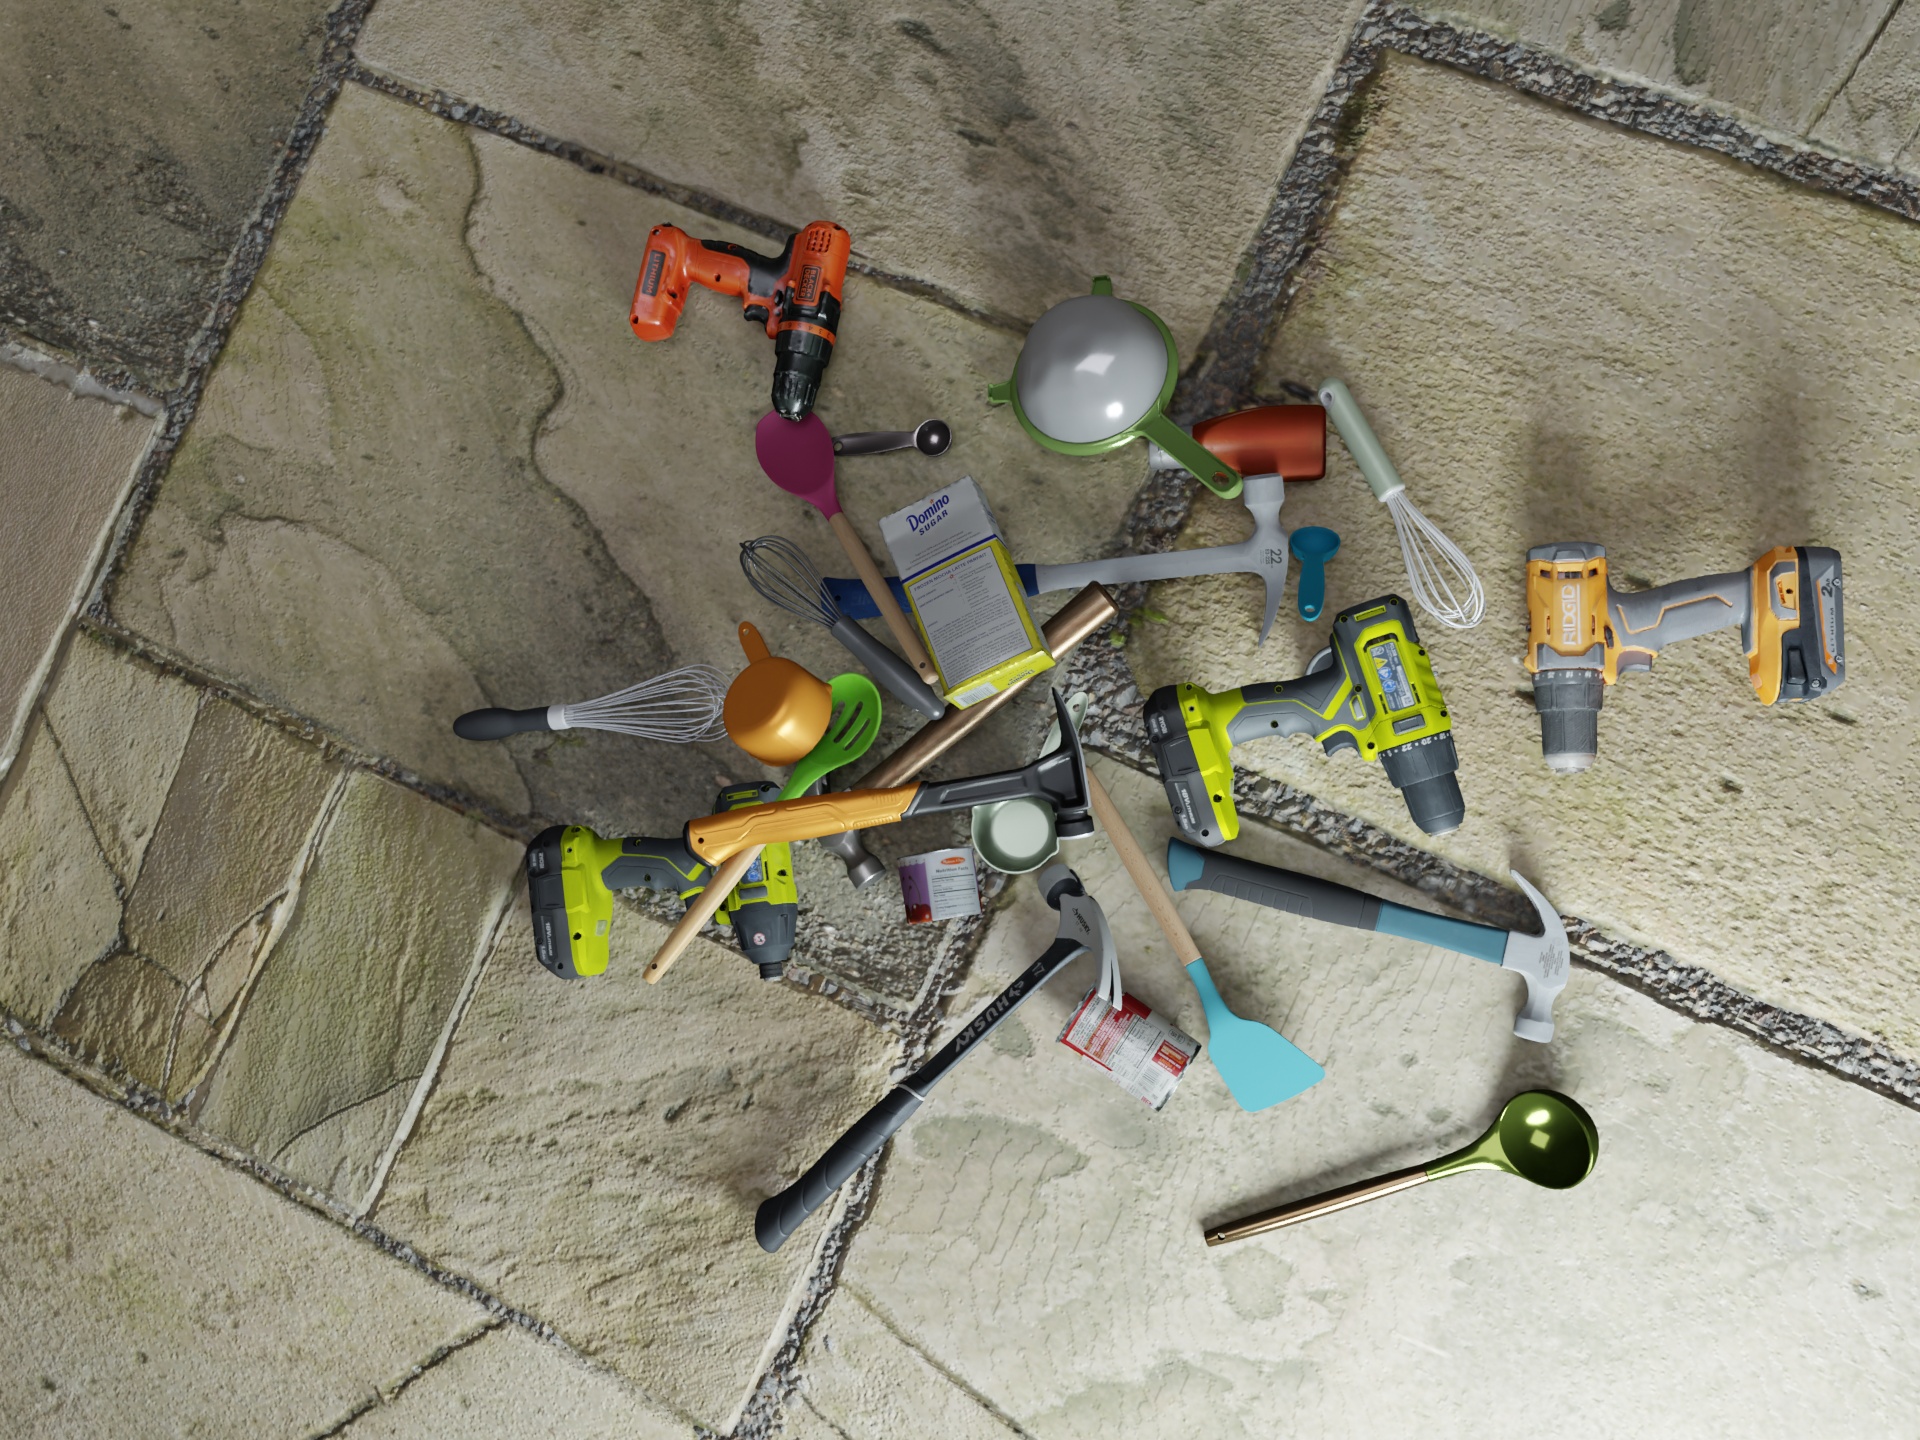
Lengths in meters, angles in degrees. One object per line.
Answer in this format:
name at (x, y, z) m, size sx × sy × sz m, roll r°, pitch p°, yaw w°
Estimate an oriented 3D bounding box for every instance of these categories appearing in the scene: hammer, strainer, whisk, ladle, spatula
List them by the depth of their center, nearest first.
ladle at (0.346, 0.370, 1.266) m, size 0.320 × 0.062 × 0.078 m, roll -21°, pitch 78°, yaw 11°
hammer at (0.328, 0.157, 1.302) m, size 0.331 × 0.033 × 0.128 m, roll 14°, pitch 88°, yaw 12°
spatula at (0.182, 0.175, 1.314) m, size 0.082 × 0.044 × 0.318 m, roll -36°, pitch 76°, yaw 31°
hammer at (-0.064, 0.062, 1.315) m, size 0.337 × 0.034 × 0.127 m, roll -10°, pitch 94°, yaw 0°
hammer at (-0.025, 0.302, 1.327) m, size 0.409 × 0.036 × 0.149 m, roll -45°, pitch 35°, yaw 9°
whisk at (0.366, -0.184, 1.329) m, size 0.059 × 0.057 × 0.246 m, roll -20°, pitch 75°, yaw -27°
strainer at (0.138, -0.274, 1.334) m, size 0.151 × 0.069 × 0.257 m, roll -45°, pitch 62°, yaw 2°
hammer at (-0.002, -0.004, 1.362) m, size 0.331 × 0.031 × 0.130 m, roll -40°, pitch 75°, yaw 13°
whisk at (-0.103, -0.080, 1.366) m, size 0.239 × 0.055 × 0.055 m, roll 42°, pitch 93°, yaw 14°
hammer at (0.078, -0.117, 1.370) m, size 0.405 × 0.035 × 0.144 m, roll -5°, pitch 95°, yaw 13°
whisk at (-0.332, -0.007, 1.438) m, size 0.284 × 0.070 × 0.070 m, roll -5°, pitch 83°, yaw 15°

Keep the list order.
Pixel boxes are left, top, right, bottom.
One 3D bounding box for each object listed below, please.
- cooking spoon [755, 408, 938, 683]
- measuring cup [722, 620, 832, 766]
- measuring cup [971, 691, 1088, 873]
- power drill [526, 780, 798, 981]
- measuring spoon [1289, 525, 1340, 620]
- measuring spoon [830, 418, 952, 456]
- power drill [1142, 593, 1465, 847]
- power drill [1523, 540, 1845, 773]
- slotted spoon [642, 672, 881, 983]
cooking spoon at (-0.098, -0.158, 1.394) m, size 0.069 × 0.017 × 0.319 m, roll -33°, pitch 66°, yaw 4°
measuring cup at (-0.175, -0.039, 1.374) m, size 0.095 × 0.052 × 0.174 m, roll -39°, pitch 51°, yaw 11°
measuring cup at (0.070, 0.053, 1.362) m, size 0.083 × 0.038 × 0.167 m, roll 26°, pitch 88°, yaw 12°
power drill at (-0.256, 0.154, 1.394) m, size 0.223 × 0.080 × 0.171 m, roll -9°, pitch 82°, yaw 7°
measuring spoon at (0.290, -0.116, 1.311) m, size 0.042 × 0.021 × 0.129 m, roll 5°, pitch 42°, yaw 12°
measuring spoon at (-0.065, -0.250, 1.433) m, size 0.124 × 0.018 × 0.034 m, roll -1°, pitch 84°, yaw 17°
power drill at (0.278, 0.022, 1.275) m, size 0.228 × 0.080 × 0.190 m, roll -19°, pitch 83°, yaw 14°
power drill at (0.565, -0.050, 1.257) m, size 0.226 × 0.084 × 0.185 m, roll 0°, pitch 85°, yaw 15°
slotted spoon at (-0.169, 0.093, 1.349) m, size 0.070 × 0.031 × 0.314 m, roll 35°, pitch 84°, yaw 22°
